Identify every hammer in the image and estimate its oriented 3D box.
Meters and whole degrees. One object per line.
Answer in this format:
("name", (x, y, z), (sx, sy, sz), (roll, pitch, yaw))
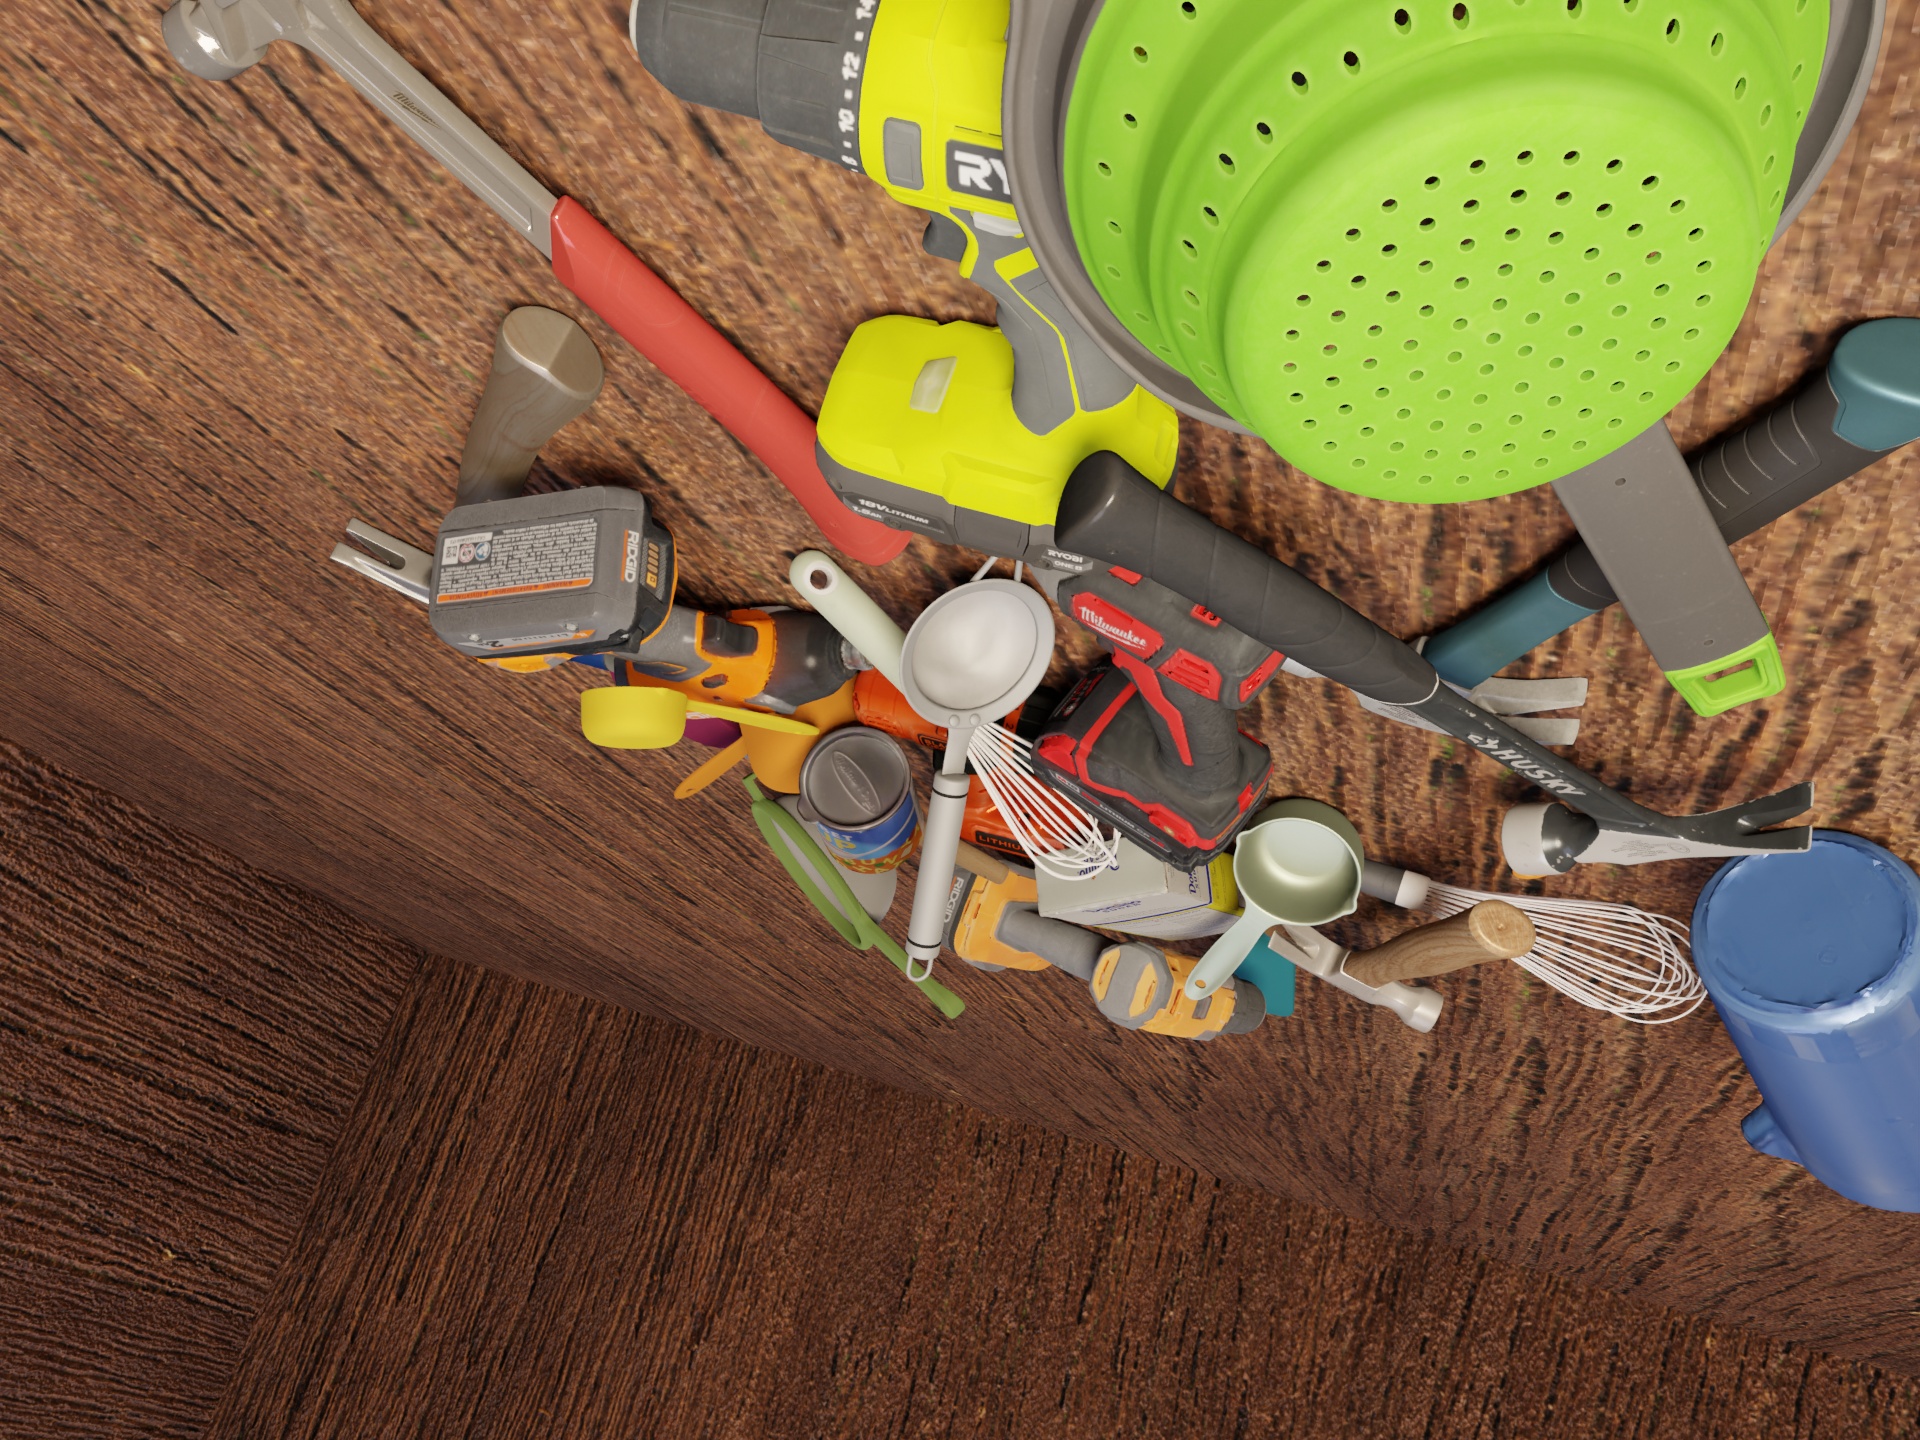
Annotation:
("hammer", (-0.127, -0.172, 0.637), (0.149, 0.037, 0.358), (1, 153, 41))
("hammer", (-0.270, -0.130, 0.882), (0.146, 0.038, 0.410), (26, 159, -15))
("hammer", (0.242, -0.057, 0.604), (0.128, 0.033, 0.331), (22, 160, -6))
("hammer", (0.189, -0.008, 0.632), (0.408, 0.036, 0.149), (24, 159, -36))
("hammer", (0.273, 0.142, 0.971), (0.130, 0.031, 0.331), (25, 168, 6))

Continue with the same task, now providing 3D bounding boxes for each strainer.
("strainer", (-0.065, 0.133, 1.247), (0.257, 0.069, 0.151), (39, 160, 36))
("strainer", (-0.006, 0.025, 0.835), (0.086, 0.258, 0.050), (-1, -157, -27))

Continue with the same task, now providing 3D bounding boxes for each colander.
("colander", (0.160, -0.078, 0.416), (0.204, 0.095, 0.396), (-24, 136, 28))

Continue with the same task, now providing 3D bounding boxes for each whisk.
("whisk", (-0.001, -0.003, 0.872), (0.246, 0.058, 0.059), (44, 173, -9))
("whisk", (0.309, 0.114, 0.974), (0.285, 0.070, 0.070), (18, 161, 18))

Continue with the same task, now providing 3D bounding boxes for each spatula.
("spatula", (0.234, 0.156, 1.166), (0.082, 0.044, 0.317), (14, 159, 6))

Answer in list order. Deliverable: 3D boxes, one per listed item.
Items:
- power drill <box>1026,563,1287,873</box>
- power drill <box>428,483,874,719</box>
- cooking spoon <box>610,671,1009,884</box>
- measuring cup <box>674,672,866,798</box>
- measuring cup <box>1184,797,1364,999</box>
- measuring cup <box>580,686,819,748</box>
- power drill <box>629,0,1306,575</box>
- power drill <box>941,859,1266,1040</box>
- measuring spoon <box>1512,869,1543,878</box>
("power drill", (0.085, -0.024, 0.755), (0.143, 0.078, 0.219), (33, 161, 22))
("power drill", (-0.156, -0.053, 0.869), (0.164, 0.084, 0.226), (-4, 165, 23))
("cooking spoon", (-0.108, 0.033, 1.087), (0.319, 0.017, 0.068), (27, 150, 12))
("measuring cup", (-0.123, 0.030, 1.027), (0.173, 0.052, 0.095), (-33, 153, 30))
("measuring cup", (0.187, 0.114, 0.989), (0.083, 0.038, 0.167), (33, 126, 2))
("measuring cup", (-0.142, 0.006, 0.896), (0.156, 0.029, 0.062), (11, 165, -43))
("power drill", (0.000, -0.148, 0.525), (0.190, 0.080, 0.228), (15, 157, 7))
("power drill", (0.112, 0.180, 1.210), (0.226, 0.084, 0.185), (20, 180, 41))
("measuring spoon", (0.344, 0.079, 0.903), (0.021, 0.011, 0.117), (20, 160, -2))
